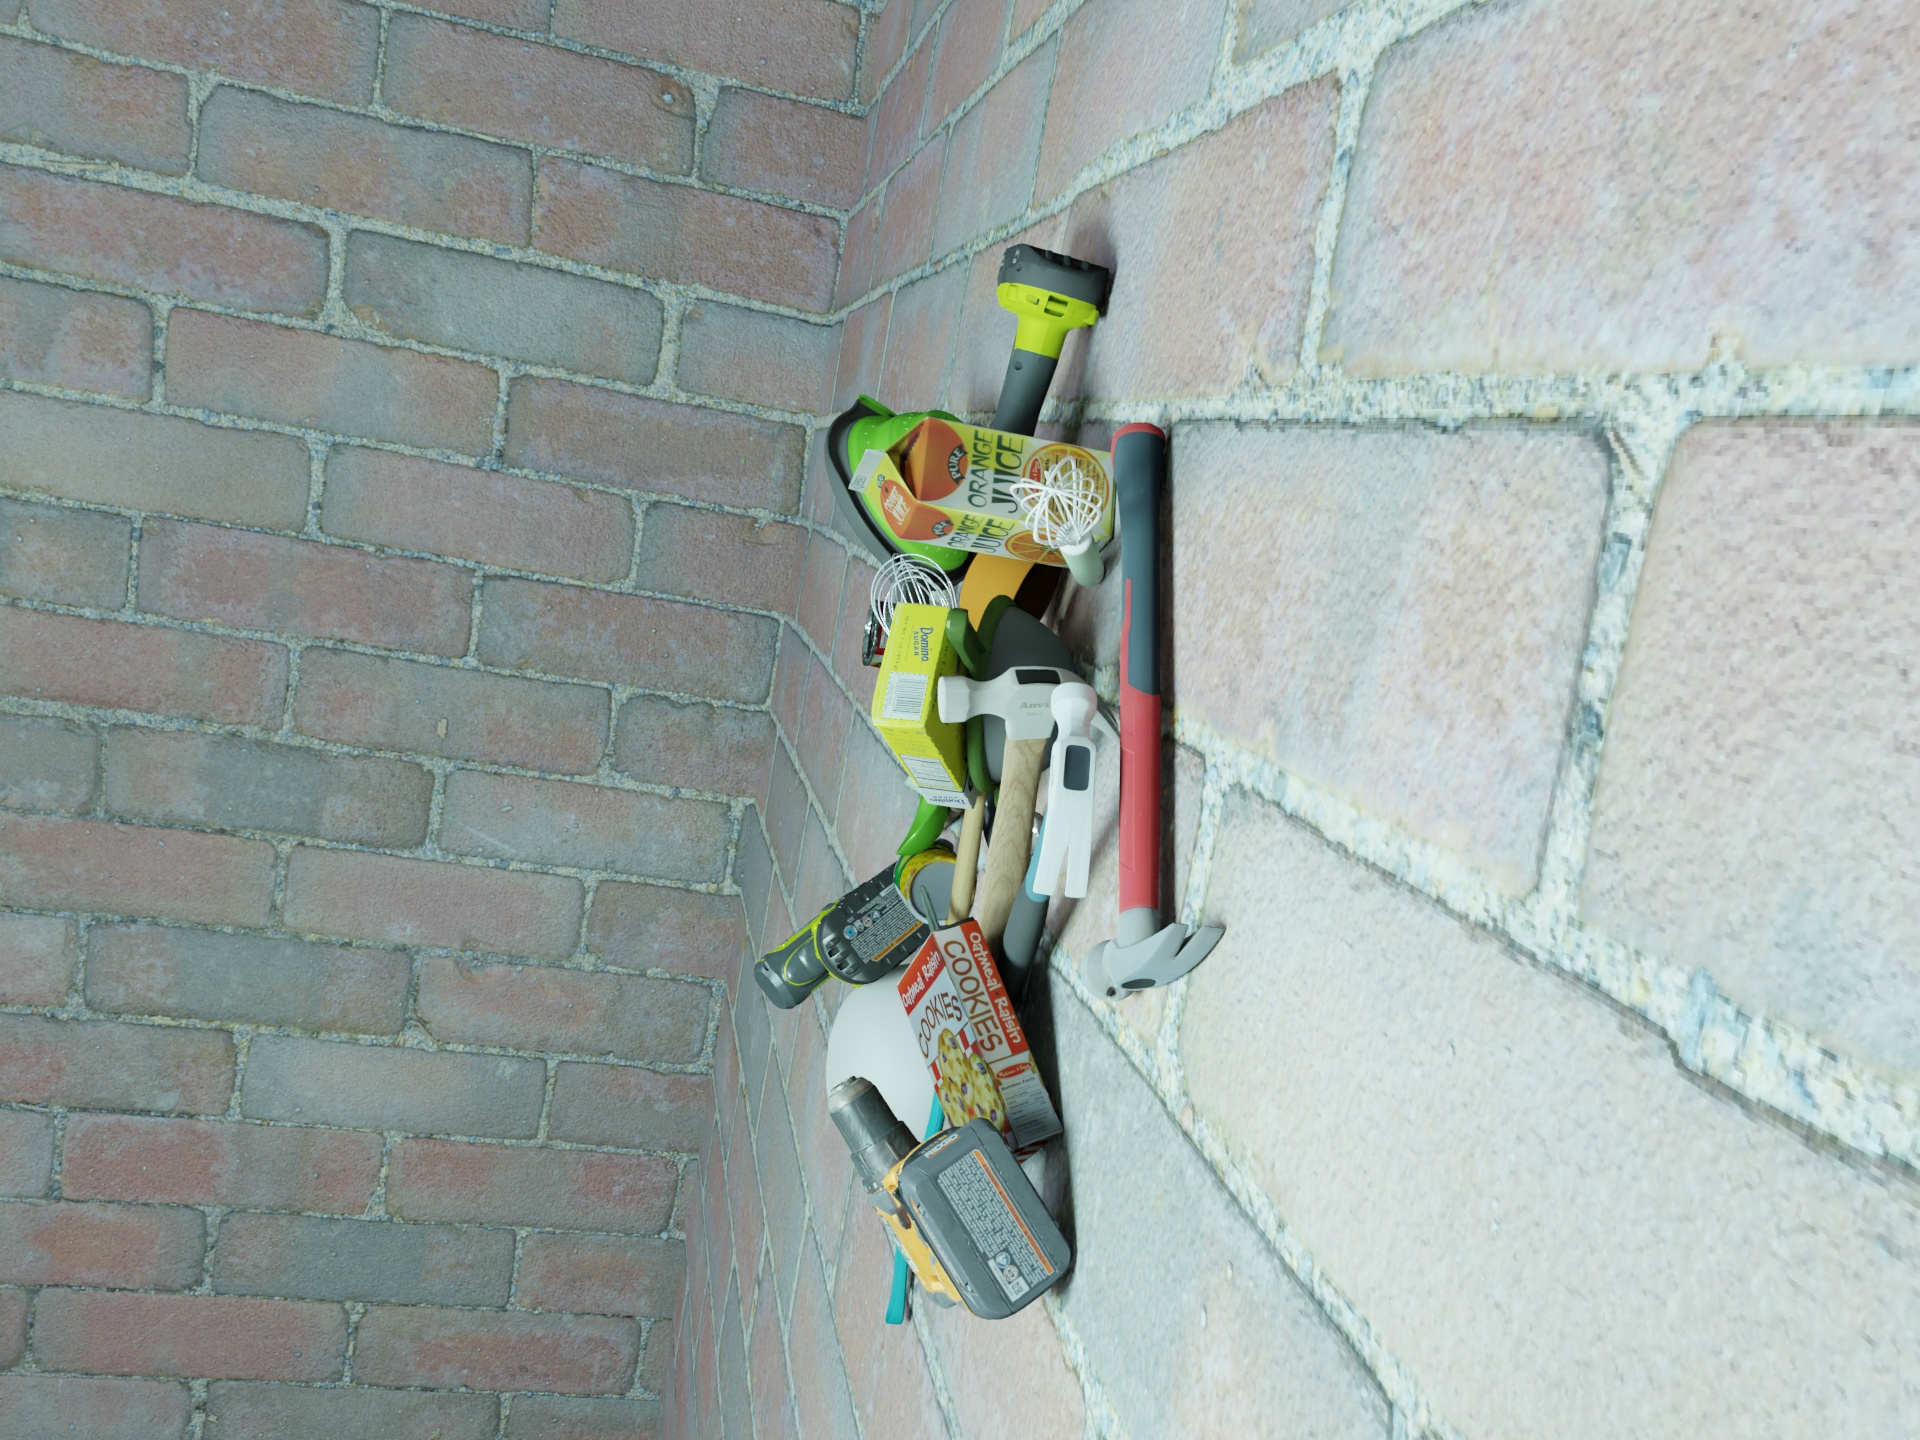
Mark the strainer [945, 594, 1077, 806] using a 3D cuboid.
[{"bbox_3d":[0.043,-0.031,1.145,0.256,0.069,0.151,54,-137,-72],"label":"strainer"}]

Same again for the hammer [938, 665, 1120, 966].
[{"bbox_3d":[0.040,0.086,1.169,0.331,0.130,0.031,96,167,-45],"label":"hammer"}]

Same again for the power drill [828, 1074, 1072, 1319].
[{"bbox_3d":[-0.021,0.335,1.144,0.185,0.084,0.226,58,159,5],"label":"power drill"}]

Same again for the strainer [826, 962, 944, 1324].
[{"bbox_3d":[-0.082,0.385,1.499,0.211,0.095,0.341,129,148,-66],"label":"strainer"}]

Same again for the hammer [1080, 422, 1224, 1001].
[{"bbox_3d":[0.120,-0.026,1.011,0.143,0.038,0.387,129,147,-64],"label":"hammer"}]

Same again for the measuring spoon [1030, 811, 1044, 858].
[{"bbox_3d":[0.055,0.125,1.261,0.034,0.018,0.124,-122,34,-53],"label":"measuring spoon"}]

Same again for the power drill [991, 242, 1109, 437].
[{"bbox_3d":[0.048,-0.278,1.340,0.171,0.080,0.223,-118,43,-75],"label":"power drill"}]

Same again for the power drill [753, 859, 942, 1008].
[{"bbox_3d":[-0.097,0.204,1.590,0.080,0.190,0.228,54,154,-1],"label":"power drill"}]

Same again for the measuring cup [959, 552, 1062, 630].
[{"bbox_3d":[0.035,-0.082,1.322,0.095,0.052,0.173,-49,-21,-34],"label":"measuring cup"}]

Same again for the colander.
[{"bbox_3d":[-0.023,-0.169,1.524,0.094,0.204,0.398,-30,50,32],"label":"colander"}]

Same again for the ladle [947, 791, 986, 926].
[{"bbox_3d":[-0.001,0.167,1.325,0.069,0.031,0.315,-108,20,-51],"label":"ladle"}]

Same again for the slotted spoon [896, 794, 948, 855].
[{"bbox_3d":[-0.028,0.037,1.548,0.070,0.031,0.314,-50,17,25],"label":"slotted spoon"}]

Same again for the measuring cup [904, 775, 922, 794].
[{"bbox_3d":[0.003,0.017,1.443,0.083,0.038,0.168,-56,-4,32],"label":"measuring cup"}]

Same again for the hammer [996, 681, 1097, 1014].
[{"bbox_3d":[0.053,0.121,1.120,0.330,0.033,0.128,101,174,-53],"label":"hammer"}]

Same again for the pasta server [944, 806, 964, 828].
[{"bbox_3d":[0.011,0.070,1.448,0.316,0.040,0.060,126,141,-73],"label":"pasta server"}]

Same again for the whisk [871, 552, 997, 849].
[{"bbox_3d":[-0.002,-0.004,1.293,0.070,0.070,0.284,148,102,-73],"label":"whisk"}]

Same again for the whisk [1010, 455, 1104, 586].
[{"bbox_3d":[0.076,-0.127,1.086,0.246,0.059,0.058,36,-111,-77],"label":"whisk"}]
